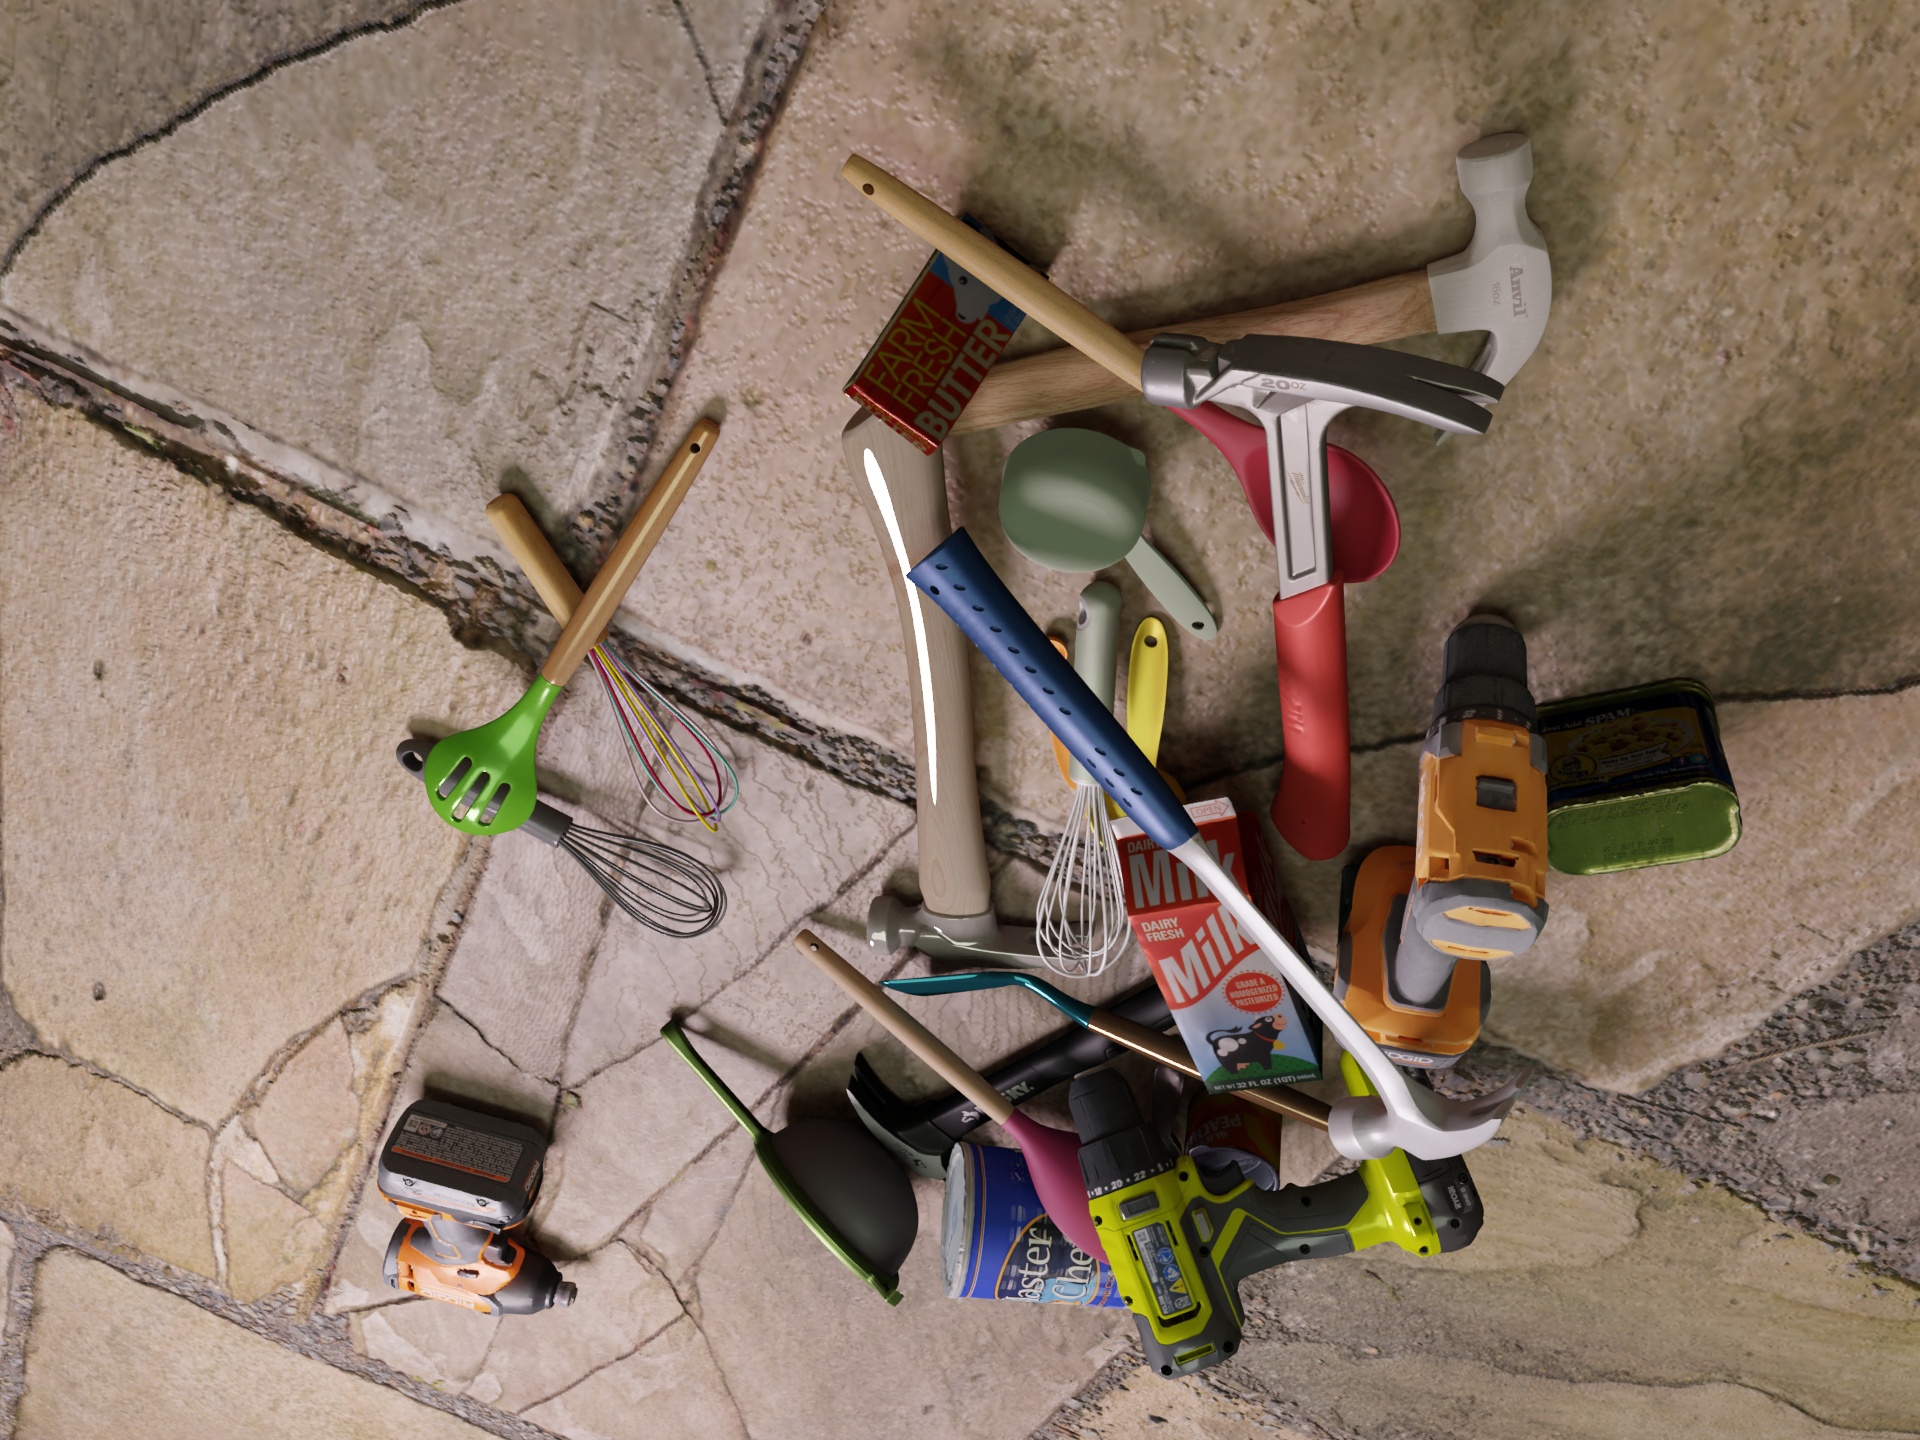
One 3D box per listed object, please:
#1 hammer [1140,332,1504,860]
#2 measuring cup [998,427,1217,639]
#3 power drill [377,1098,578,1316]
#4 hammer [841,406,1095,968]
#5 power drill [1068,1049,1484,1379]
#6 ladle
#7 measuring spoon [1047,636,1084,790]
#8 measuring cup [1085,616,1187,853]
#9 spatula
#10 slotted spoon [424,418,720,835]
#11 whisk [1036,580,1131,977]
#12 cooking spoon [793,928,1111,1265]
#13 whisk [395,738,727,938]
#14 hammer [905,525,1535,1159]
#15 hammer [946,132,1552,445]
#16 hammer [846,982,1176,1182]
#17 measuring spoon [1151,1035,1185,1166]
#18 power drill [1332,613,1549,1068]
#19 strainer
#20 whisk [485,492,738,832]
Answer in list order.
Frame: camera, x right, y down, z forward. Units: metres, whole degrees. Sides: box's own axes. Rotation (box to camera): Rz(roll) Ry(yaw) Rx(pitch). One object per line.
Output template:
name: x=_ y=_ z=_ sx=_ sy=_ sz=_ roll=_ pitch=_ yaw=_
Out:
hammer: x=0.182 y=-0.039 z=0.786 sx=0.149 sy=0.037 sz=0.358 roll=16 pitch=148 yaw=26
measuring cup: x=0.084 y=-0.082 z=0.824 sx=0.083 sy=0.038 sz=0.167 roll=-20 pitch=132 yaw=36
power drill: x=-0.395 y=0.417 z=1.316 sx=0.164 sy=0.084 sz=0.226 roll=15 pitch=133 yaw=1
hammer: x=-0.001 y=-0.003 z=0.905 sx=0.146 sy=0.038 sz=0.410 roll=3 pitch=132 yaw=10
power drill: x=0.191 y=0.285 z=1.008 sx=0.228 sy=0.191 sz=0.080 roll=-21 pitch=164 yaw=2
ladle: x=0.078 y=-0.167 z=0.745 sx=0.315 sy=0.031 sz=0.069 roll=33 pitch=139 yaw=-9
measuring spoon: x=0.061 y=-0.003 z=0.928 sx=0.021 sy=0.011 sz=0.116 roll=-3 pitch=130 yaw=16
measuring cup: x=0.108 y=0.009 z=0.920 sx=0.062 sy=0.029 sz=0.156 roll=7 pitch=116 yaw=13
spatula: x=0.103 y=0.207 z=0.998 sx=0.317 sy=0.044 sz=0.082 roll=20 pitch=170 yaw=20
slotted spoon: x=-0.223 y=-0.045 z=0.910 sx=0.070 sy=0.031 sz=0.313 roll=34 pitch=113 yaw=-10
whisk: x=0.075 y=0.039 z=0.906 sx=0.059 sy=0.058 sz=0.246 roll=-4 pitch=113 yaw=-13
cooking spoon: x=0.012 y=0.247 z=1.058 sx=0.319 sy=0.069 sz=0.017 roll=40 pitch=159 yaw=4
whisk: x=-0.262 y=0.075 z=1.043 sx=0.239 sy=0.055 sz=0.055 roll=29 pitch=128 yaw=-4
hammer: x=0.122 y=0.066 z=0.799 sx=0.405 sy=0.035 sz=0.144 roll=49 pitch=151 yaw=-4
hammer: x=0.110 y=-0.175 z=0.768 sx=0.331 sy=0.031 sz=0.130 roll=-9 pitch=124 yaw=20
hammer: x=0.066 y=0.229 z=1.087 sx=0.146 sy=0.035 sz=0.334 roll=41 pitch=125 yaw=-19
measuring spoon: x=0.145 y=0.264 z=1.111 sx=0.034 sy=0.018 sz=0.124 roll=15 pitch=123 yaw=18
power drill: x=0.260 y=0.069 z=0.856 sx=0.084 sy=0.185 sz=0.226 roll=9 pitch=147 yaw=7
strainer: x=-0.113 y=0.302 z=1.167 sx=0.069 sy=0.151 sz=0.256 roll=-42 pitch=93 yaw=-6
whisk: x=-0.206 y=-0.029 z=0.950 sx=0.051 sy=0.047 sz=0.244 roll=-17 pitch=118 yaw=26
